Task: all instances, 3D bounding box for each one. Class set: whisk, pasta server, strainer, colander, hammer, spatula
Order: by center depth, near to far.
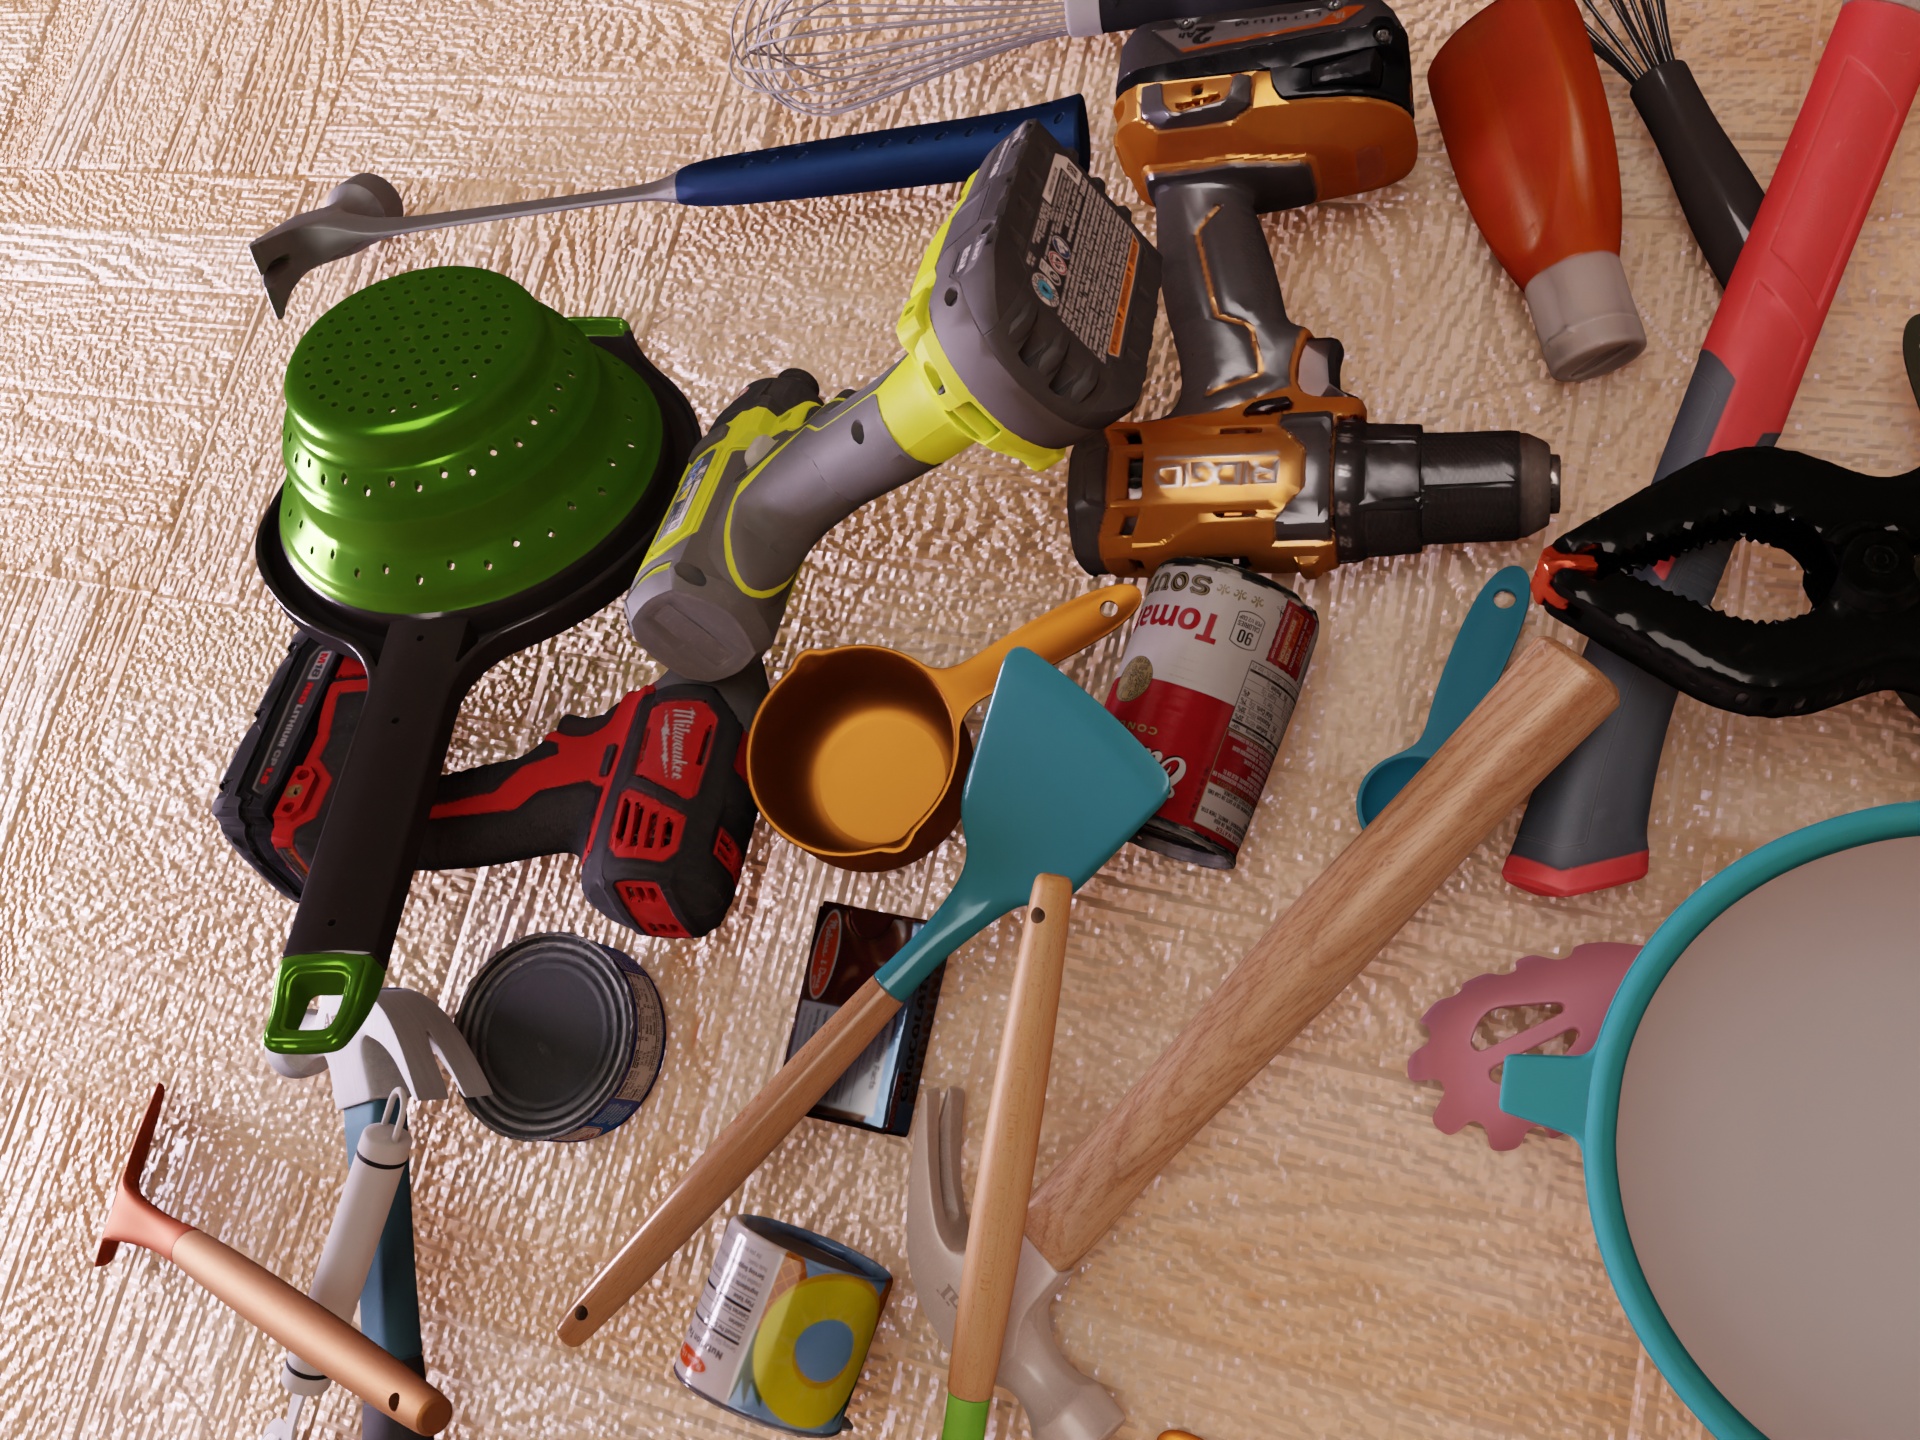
[{"bbox_3d":[0.331,0.183,0.456,0.211,0.095,0.341,-37,72,8],"label":"strainer"},{"bbox_3d":[0.300,0.058,0.540,0.316,0.040,0.060,-27,67,4],"label":"pasta server"},{"bbox_3d":[0.102,0.103,0.563,0.331,0.031,0.130,-49,64,9],"label":"hammer"},{"bbox_3d":[0.265,-0.122,0.573,0.143,0.038,0.386,23,87,6],"label":"hammer"},{"bbox_3d":[-0.049,0.116,0.592,0.317,0.044,0.082,-48,66,3],"label":"spatula"},{"bbox_3d":[-0.277,0.210,0.612,0.323,0.041,0.081,5,77,42],"label":"spatula"},{"bbox_3d":[-0.257,0.258,0.615,0.087,0.050,0.258,30,102,55],"label":"strainer"},{"bbox_3d":[-0.225,0.269,0.632,0.128,0.033,0.331,-23,70,37],"label":"hammer"},{"bbox_3d":[0.276,-0.254,0.634,0.055,0.055,0.239,-22,72,11],"label":"whisk"},{"bbox_3d":[-0.225,-0.064,0.644,0.204,0.094,0.398,-3,53,7],"label":"colander"},{"bbox_3d":[0.026,-0.325,0.738,0.284,0.070,0.070,-1,73,14],"label":"whisk"},{"bbox_3d":[-0.142,-0.249,0.753,0.405,0.035,0.144,-3,32,12],"label":"hammer"}]

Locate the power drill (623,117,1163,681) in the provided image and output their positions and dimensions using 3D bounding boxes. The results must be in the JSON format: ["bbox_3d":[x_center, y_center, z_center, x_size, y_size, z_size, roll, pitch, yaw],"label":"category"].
[{"bbox_3d":[-0.033,-0.126,0.629,0.223,0.080,0.171,-28,34,37],"label":"power drill"}]

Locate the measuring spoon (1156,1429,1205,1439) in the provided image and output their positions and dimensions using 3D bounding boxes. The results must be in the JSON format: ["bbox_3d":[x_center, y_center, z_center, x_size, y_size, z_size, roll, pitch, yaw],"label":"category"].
[{"bbox_3d":[0.115,0.281,0.538,0.117,0.011,0.021,32,85,24],"label":"measuring spoon"}]

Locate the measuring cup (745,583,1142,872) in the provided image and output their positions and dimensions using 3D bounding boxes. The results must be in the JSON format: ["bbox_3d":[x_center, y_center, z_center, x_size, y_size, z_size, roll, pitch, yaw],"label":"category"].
[{"bbox_3d":[-0.001,-0.002,0.647,0.173,0.052,0.095,-29,68,0],"label":"measuring cup"}]

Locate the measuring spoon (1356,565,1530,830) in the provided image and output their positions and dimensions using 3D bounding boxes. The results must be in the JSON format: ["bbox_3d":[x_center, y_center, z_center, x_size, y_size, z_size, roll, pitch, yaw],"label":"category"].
[{"bbox_3d":[0.189,-0.002,0.604,0.042,0.021,0.129,21,72,24],"label":"measuring spoon"}]

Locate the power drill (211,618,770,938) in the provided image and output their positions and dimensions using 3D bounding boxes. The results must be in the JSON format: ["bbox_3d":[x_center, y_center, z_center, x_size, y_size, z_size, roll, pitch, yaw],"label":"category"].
[{"bbox_3d":[-0.188,0.017,0.682,0.220,0.078,0.143,2,55,14],"label":"power drill"}]

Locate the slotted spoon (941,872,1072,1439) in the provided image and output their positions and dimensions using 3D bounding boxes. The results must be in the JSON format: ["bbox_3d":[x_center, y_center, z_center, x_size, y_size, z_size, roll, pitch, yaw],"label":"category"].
[{"bbox_3d":[0.009,0.208,0.552,0.070,0.031,0.314,9,91,34],"label":"slotted spoon"}]

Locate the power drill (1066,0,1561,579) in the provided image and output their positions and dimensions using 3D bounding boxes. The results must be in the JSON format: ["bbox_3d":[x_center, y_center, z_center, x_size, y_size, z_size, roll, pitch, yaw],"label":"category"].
[{"bbox_3d":[0.141,-0.166,0.635,0.185,0.084,0.226,1,78,19],"label":"power drill"}]

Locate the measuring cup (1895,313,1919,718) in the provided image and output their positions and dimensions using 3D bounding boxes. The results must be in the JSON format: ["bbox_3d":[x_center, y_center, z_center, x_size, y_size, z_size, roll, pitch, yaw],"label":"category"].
[{"bbox_3d":[0.354,-0.067,0.557,0.083,0.038,0.168,-7,63,15],"label":"measuring cup"}]
